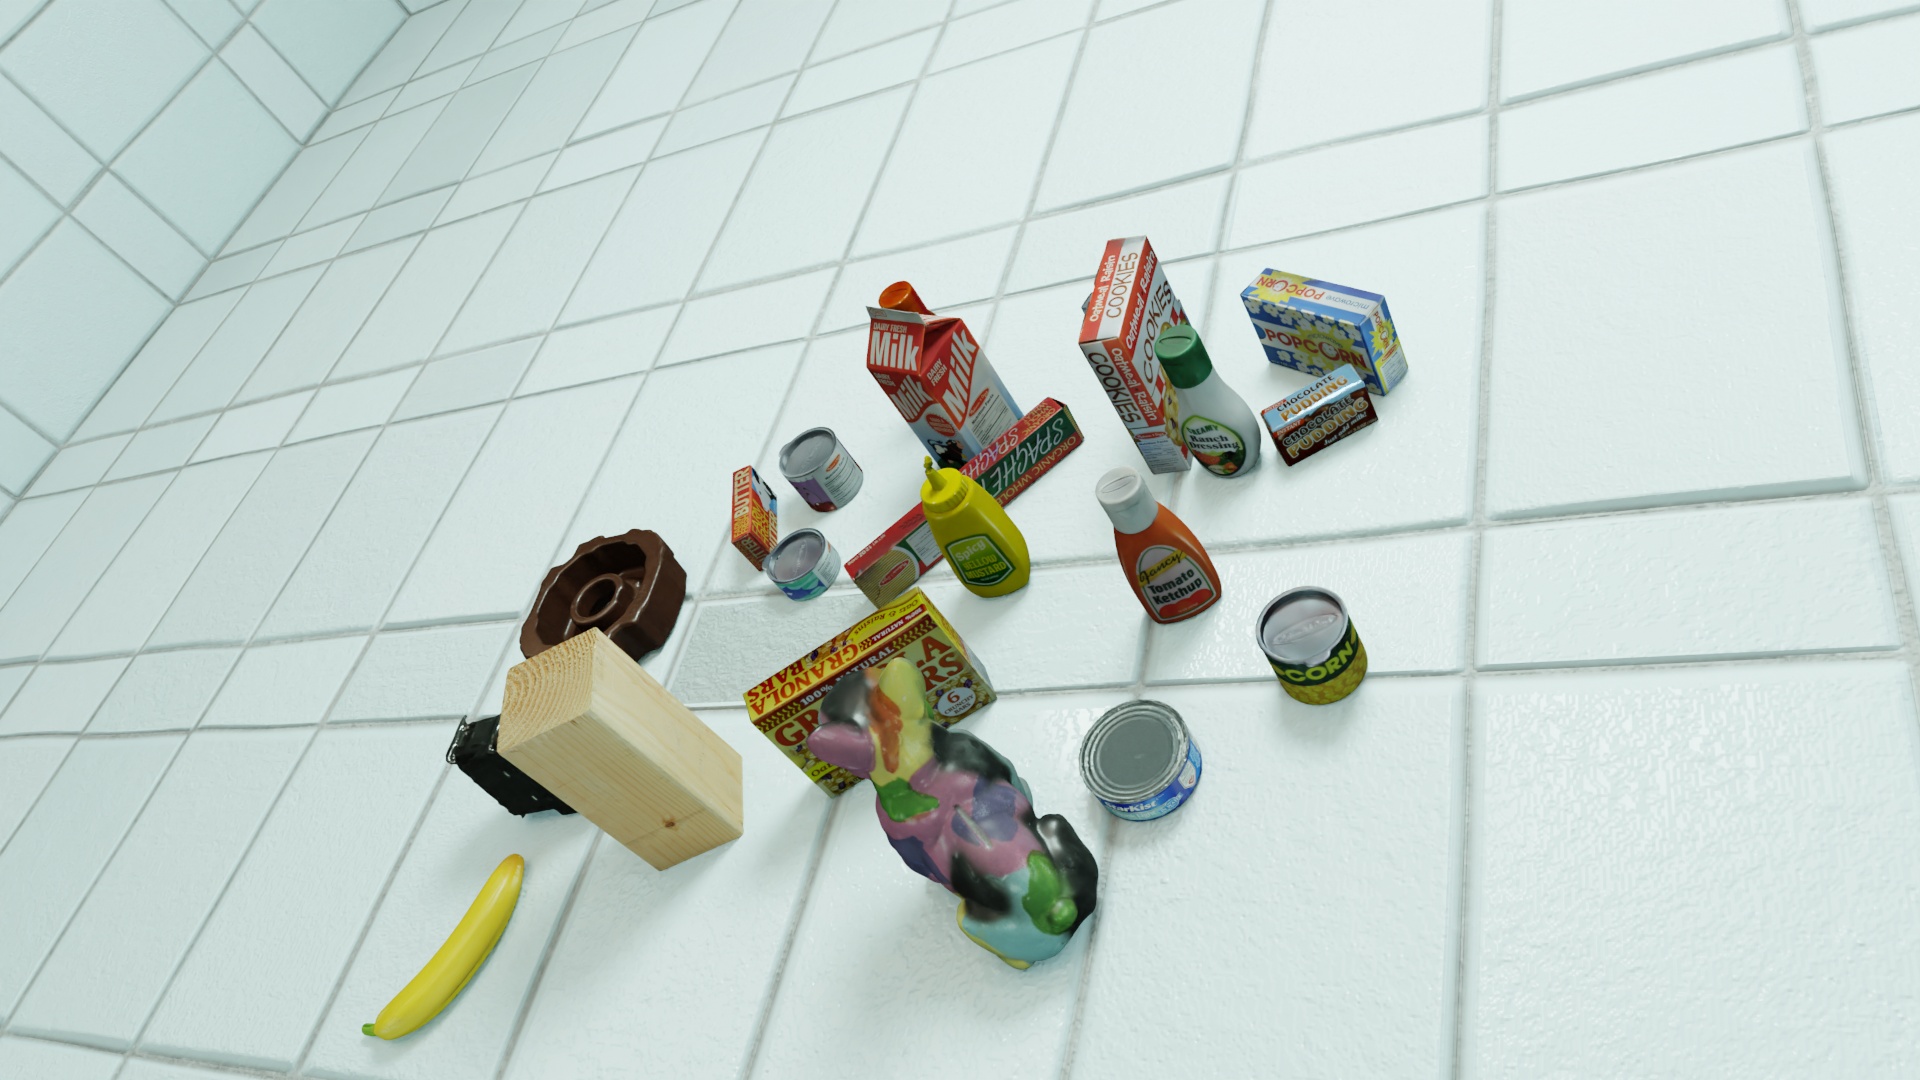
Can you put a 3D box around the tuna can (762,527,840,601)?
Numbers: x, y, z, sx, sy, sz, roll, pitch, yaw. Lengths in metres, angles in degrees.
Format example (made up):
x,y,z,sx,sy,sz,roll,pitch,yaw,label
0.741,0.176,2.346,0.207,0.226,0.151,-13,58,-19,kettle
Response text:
x,y,z,sx,sy,sz,roll,pitch,yaw,label
-0.152,0.024,1.333,0.071,0.032,0.071,-19,44,19,tuna can

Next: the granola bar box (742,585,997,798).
x,y,z,sx,sy,sz,roll,pitch,yaw,label
-0.070,0.125,1.115,0.165,0.123,0.039,-32,41,5,granola bar box

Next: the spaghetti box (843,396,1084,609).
x,y,z,sx,sy,sz,roll,pitch,yaw,label
0.005,-0.035,1.268,0.250,0.050,0.029,-40,41,-4,spaghetti box

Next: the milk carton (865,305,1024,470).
x,y,z,sx,sy,sz,roll,pitch,yaw,label
-0.018,-0.145,1.278,0.072,0.190,0.074,14,62,42,milk carton

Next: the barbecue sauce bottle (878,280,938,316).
x,y,z,sx,sy,sz,roll,pitch,yaw,label
-0.029,-0.189,1.359,0.065,0.148,0.044,-10,48,27,barbecue sauce bottle

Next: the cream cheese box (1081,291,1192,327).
x,y,z,sx,sy,sz,roll,pitch,yaw,label
0.169,-0.206,1.311,0.104,0.053,0.024,14,62,41,cream cheese box

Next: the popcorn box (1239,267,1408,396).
x,y,z,sx,sy,sz,roll,pitch,yaw,label
0.306,-0.176,1.168,0.038,0.085,0.127,-48,43,-13,popcorn box

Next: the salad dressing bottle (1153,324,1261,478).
x,y,z,sx,sy,sz,roll,pitch,yaw,label
0.200,-0.113,1.133,0.064,0.147,0.044,3,55,37,salad dressing bottle

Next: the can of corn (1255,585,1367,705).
x,y,z,sx,sy,sz,roll,pitch,yaw,label
0.252,0.077,0.990,0.071,0.058,0.071,-19,44,19,can of corn

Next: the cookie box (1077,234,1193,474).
x,y,z,sx,sy,sz,roll,pitch,yaw,label
0.160,-0.157,1.187,0.040,0.167,0.123,-6,50,30,cookie box

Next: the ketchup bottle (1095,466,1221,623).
x,y,z,sx,sy,sz,roll,pitch,yaw,label
0.147,0.003,1.062,0.064,0.148,0.044,-25,42,13,ketchup bottle

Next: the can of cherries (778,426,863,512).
x,y,z,sx,sy,sz,roll,pitch,yaw,label
-0.141,-0.071,1.394,0.071,0.058,0.072,-19,44,19,can of cherries

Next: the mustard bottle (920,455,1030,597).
x,y,z,sx,sy,sz,roll,pitch,yaw,label
0.004,-0.015,1.166,0.065,0.159,0.049,-19,44,19,mustard bottle

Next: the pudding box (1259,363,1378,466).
x,y,z,sx,sy,sz,roll,pitch,yaw,label
0.293,-0.103,1.135,0.083,0.049,0.030,-28,42,9,pudding box

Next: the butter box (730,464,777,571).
x,y,z,sx,sy,sz,roll,pitch,yaw,label
-0.207,-0.023,1.398,0.024,0.053,0.104,-23,43,15,butter box
